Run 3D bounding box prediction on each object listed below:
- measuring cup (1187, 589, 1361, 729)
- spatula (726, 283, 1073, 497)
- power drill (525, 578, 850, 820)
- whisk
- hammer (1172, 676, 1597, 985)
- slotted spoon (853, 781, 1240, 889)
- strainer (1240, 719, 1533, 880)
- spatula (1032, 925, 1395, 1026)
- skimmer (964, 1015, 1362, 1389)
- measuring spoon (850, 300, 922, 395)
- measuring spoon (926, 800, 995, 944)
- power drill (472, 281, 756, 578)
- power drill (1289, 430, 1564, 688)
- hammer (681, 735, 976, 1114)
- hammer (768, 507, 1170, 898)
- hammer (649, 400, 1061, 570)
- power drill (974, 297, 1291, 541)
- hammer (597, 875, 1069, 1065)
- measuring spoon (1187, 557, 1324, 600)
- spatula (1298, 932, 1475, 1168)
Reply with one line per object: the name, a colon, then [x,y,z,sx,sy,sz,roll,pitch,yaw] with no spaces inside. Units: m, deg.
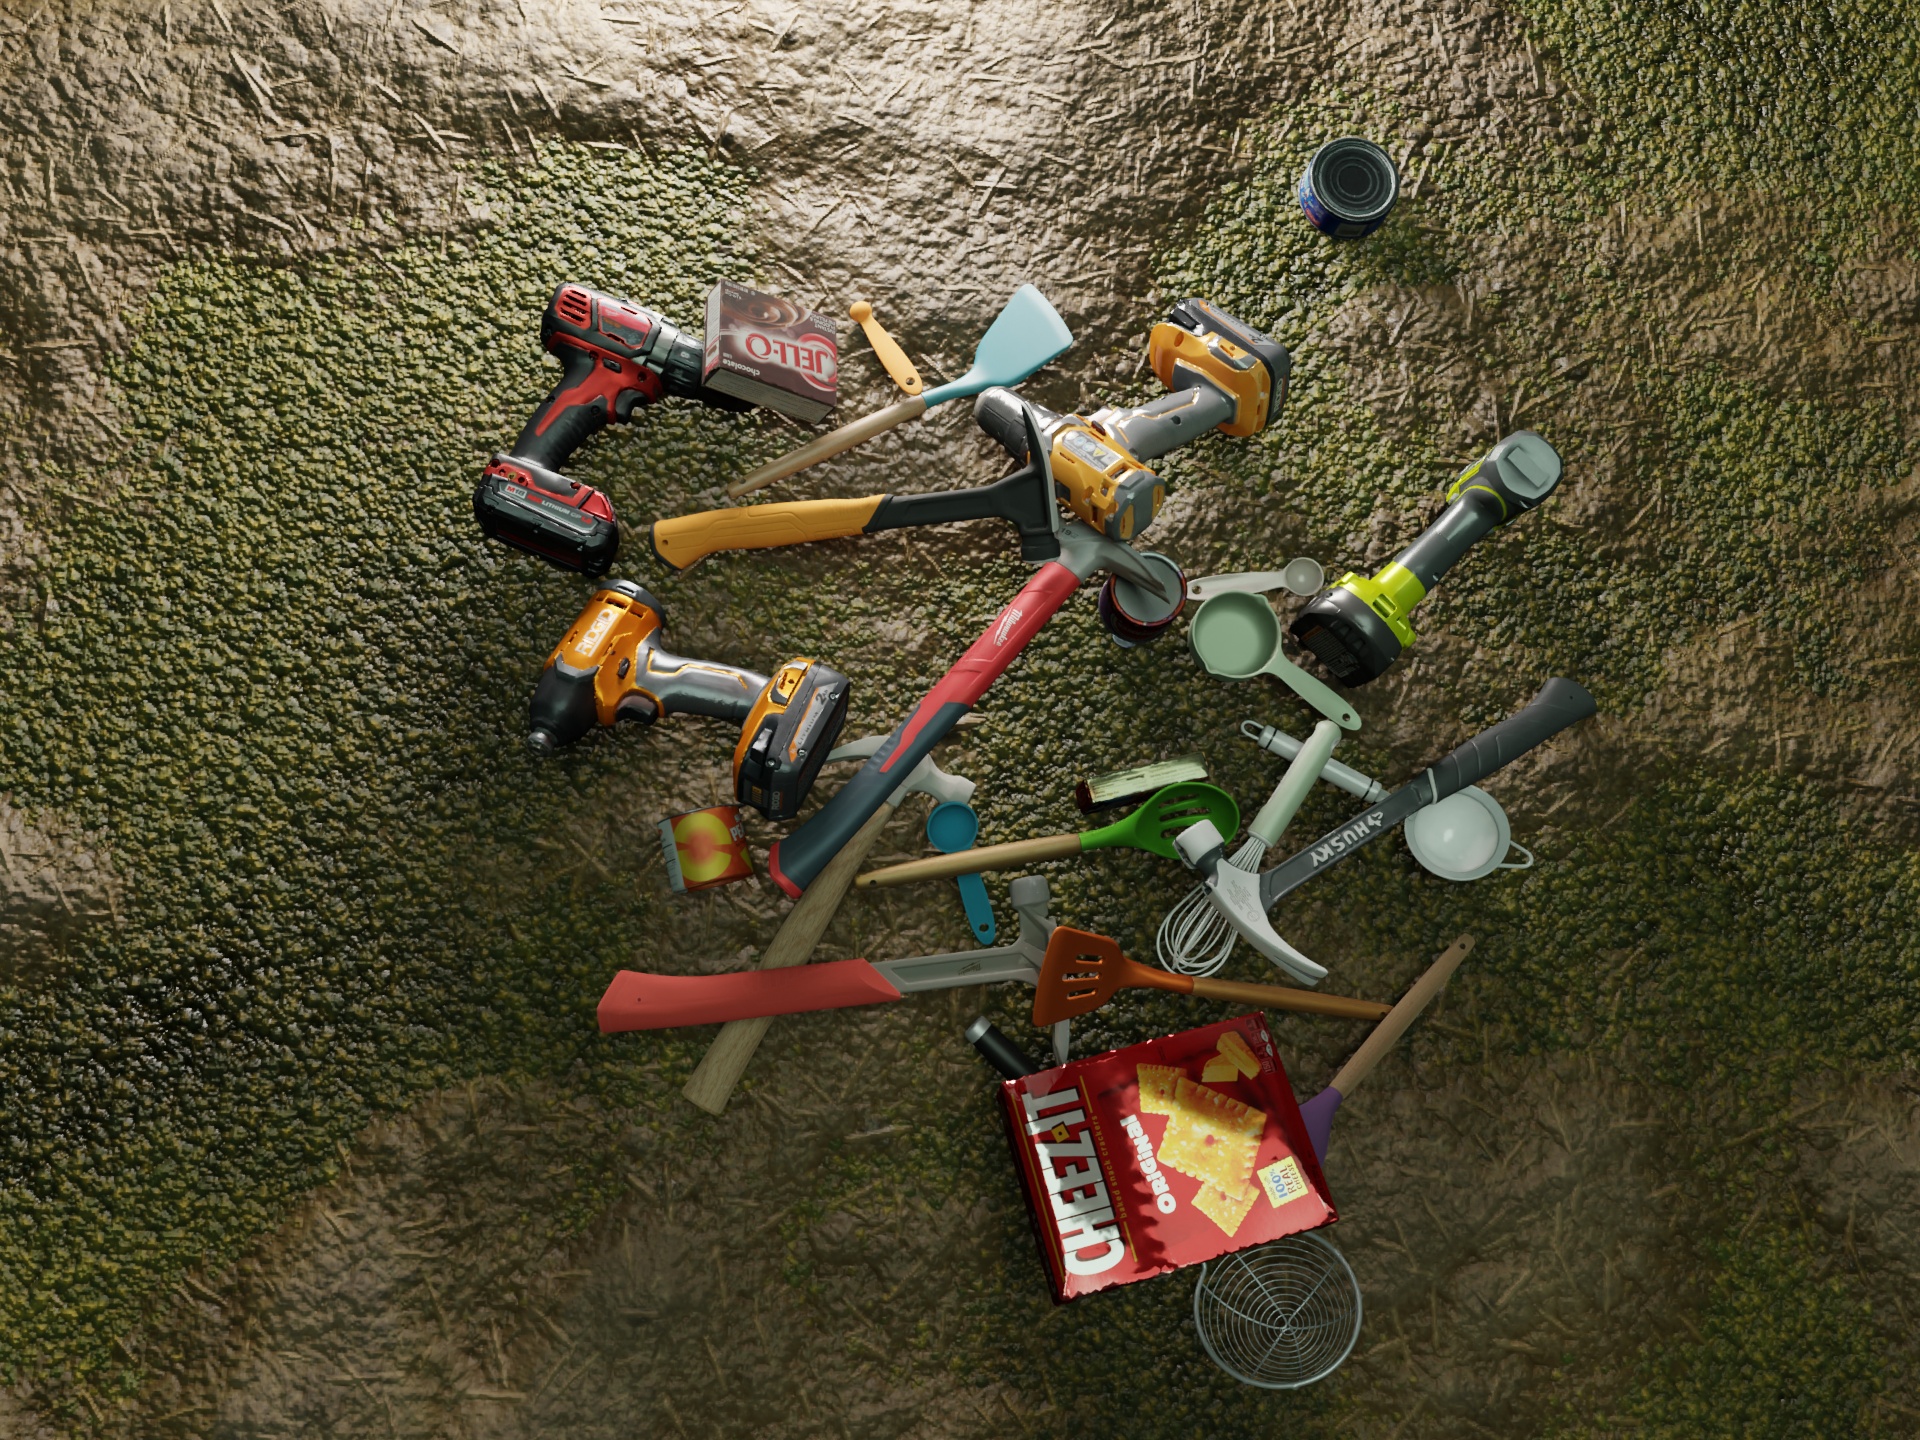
measuring cup: [0.265,-0.042,1.343,0.167,0.038,0.083,37,78,0]
spatula: [-0.057,-0.269,1.353,0.317,0.044,0.082,-27,62,-8]
power drill: [-0.218,-0.007,1.241,0.226,0.084,0.164,22,54,6]
whisk: [0.239,0.103,1.296,0.059,0.057,0.246,31,82,22]
hammer: [0.369,0.066,1.284,0.409,0.036,0.149,-27,72,-23]
slotted spoon: [0.069,0.100,1.266,0.313,0.031,0.070,-10,111,-9]
strainer: [0.351,0.063,1.330,0.258,0.050,0.087,28,71,6]
spatula: [0.206,0.216,1.256,0.322,0.041,0.081,10,98,-16]
skimmer: [0.147,0.358,1.228,0.363,0.090,0.127,44,70,4]
measuring spoon: [-0.064,-0.320,1.360,0.021,0.011,0.117,-30,64,-4]
measuring spoon: [0.004,0.122,1.282,0.042,0.021,0.128,-20,109,-8]
power drill: [-0.282,-0.235,1.312,0.188,0.080,0.227,22,74,-8]
power drill: [0.383,-0.132,1.313,0.223,0.171,0.080,-44,86,-3]
hammer: [-0.124,0.159,1.272,0.130,0.031,0.331,31,78,1]
hammer: [-0.002,-0.004,1.259,0.143,0.038,0.386,35,77,32]
hammer: [-0.091,-0.172,1.285,0.337,0.034,0.127,-6,104,11]
power drill: [0.140,-0.262,1.326,0.226,0.084,0.185,-39,60,-21]
hammer: [-0.096,0.214,1.230,0.359,0.036,0.149,-6,79,-7]
measuring spoon: [0.250,-0.117,1.370,0.124,0.018,0.034,-7,80,1]
spatula: [0.316,0.281,1.267,0.060,0.018,0.316,42,67,14]
